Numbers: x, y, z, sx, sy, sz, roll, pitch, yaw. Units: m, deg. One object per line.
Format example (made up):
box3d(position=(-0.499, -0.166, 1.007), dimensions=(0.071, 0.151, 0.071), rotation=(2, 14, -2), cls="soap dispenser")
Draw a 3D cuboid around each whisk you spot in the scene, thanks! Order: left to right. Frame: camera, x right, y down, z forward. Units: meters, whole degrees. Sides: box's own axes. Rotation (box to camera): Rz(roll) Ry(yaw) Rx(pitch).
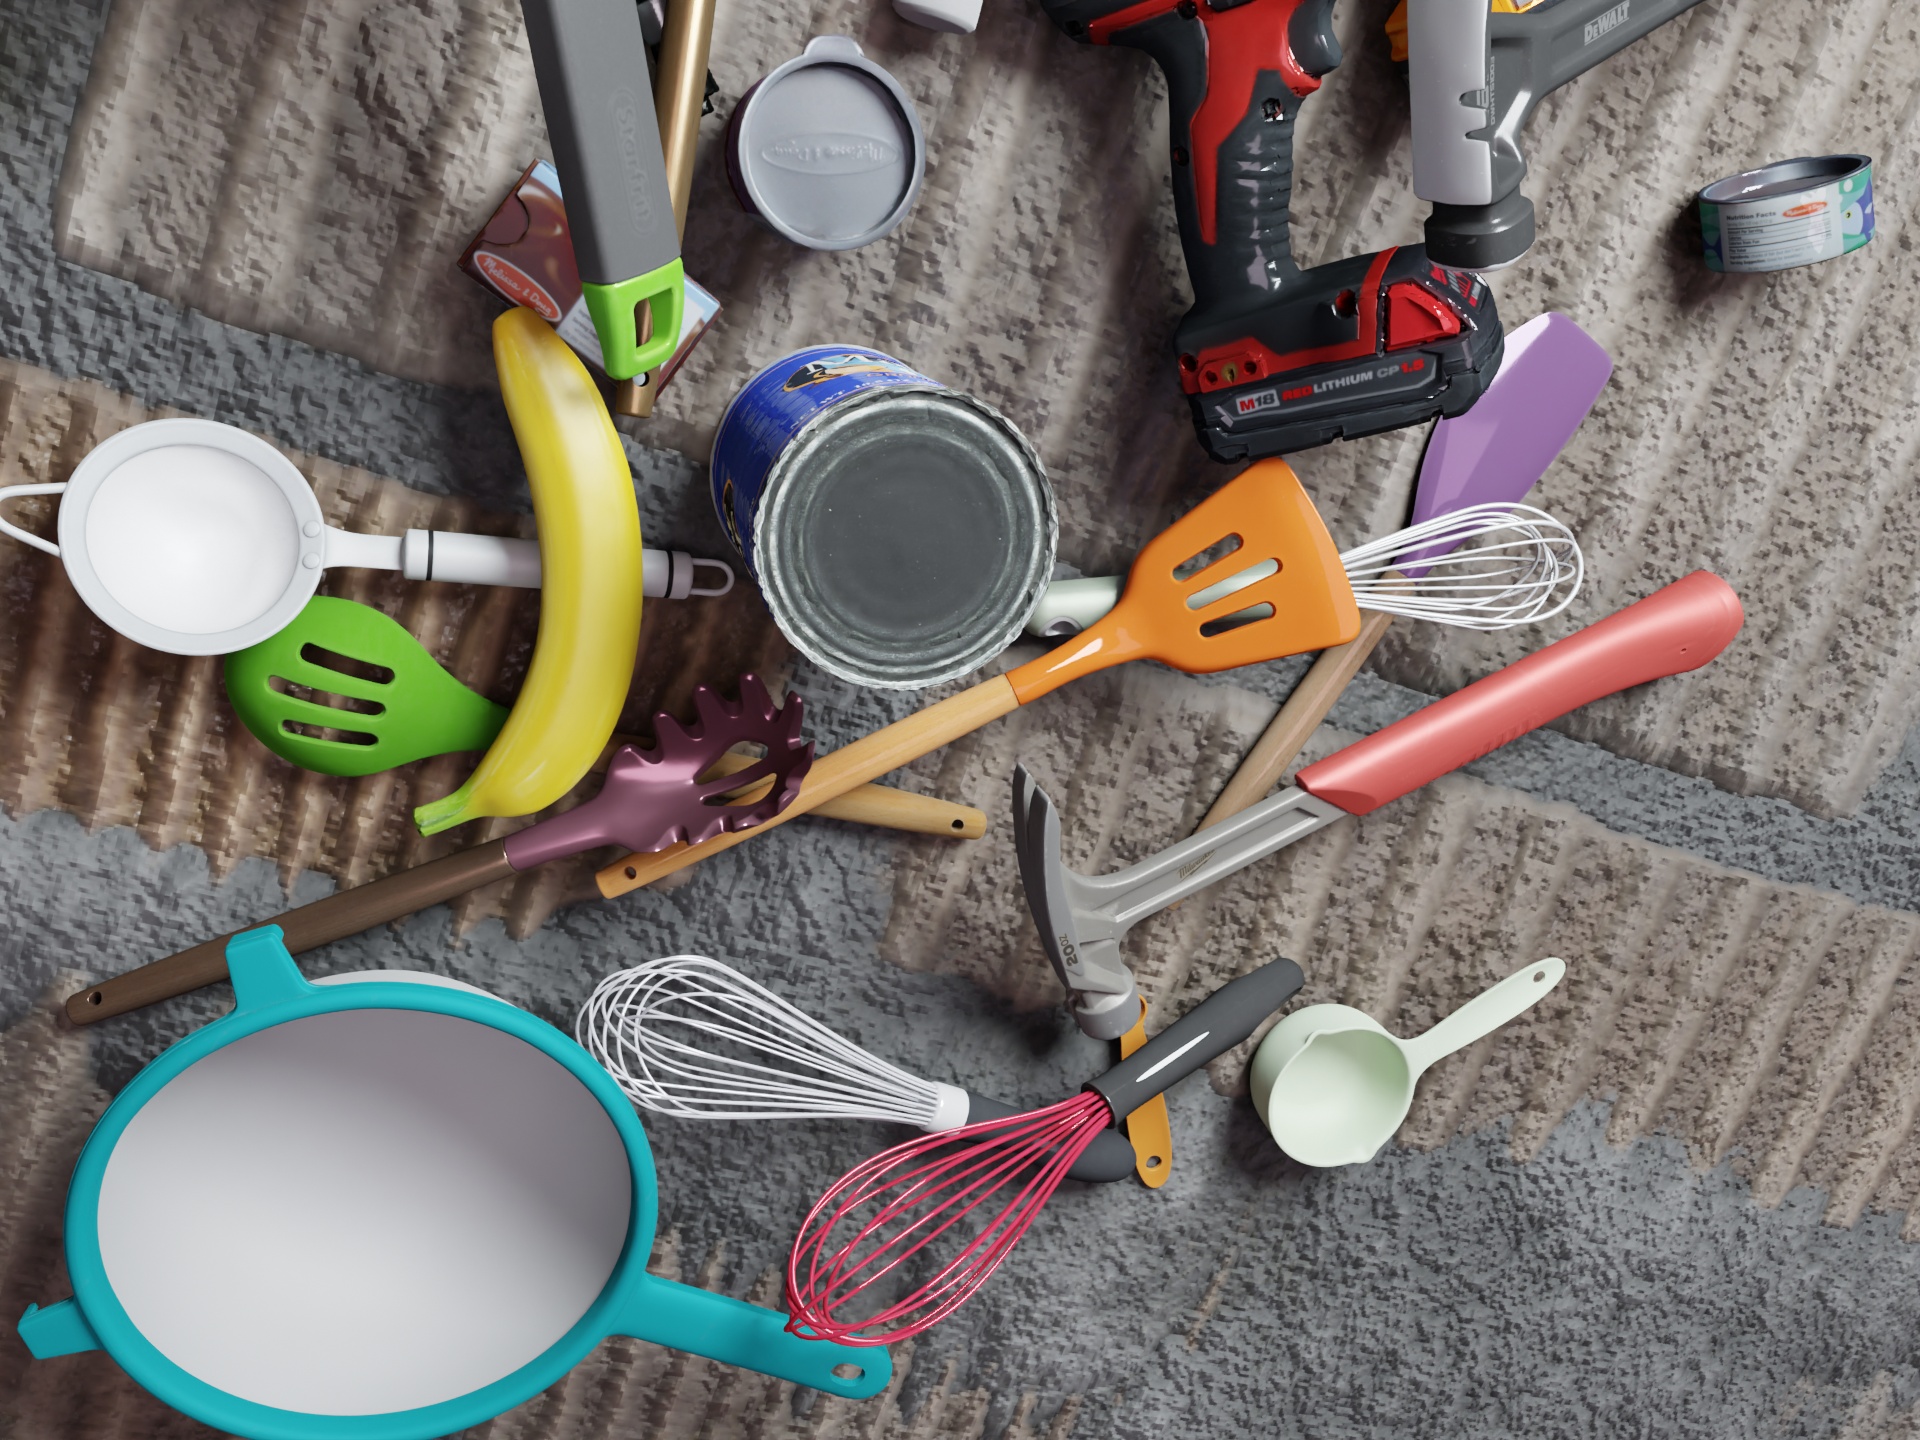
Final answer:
box3d(position=(-0.036, 0.167, 0.710), dimensions=(0.284, 0.070, 0.070), rotation=(23, 101, -26), cls="whisk")
box3d(position=(0.045, 0.179, 0.695), dimensions=(0.296, 0.073, 0.073), rotation=(-27, 114, -28), cls="whisk")
box3d(position=(0.146, -0.059, 0.680), dimensions=(0.246, 0.057, 0.059), rotation=(-6, 68, -4), cls="whisk")

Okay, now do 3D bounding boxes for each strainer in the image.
box3d(position=(-0.212, -0.061, 0.595), dimensions=(0.258, 0.050, 0.087), rotation=(3, 79, -21), cls="strainer")
box3d(position=(-0.180, 0.204, 0.664), dimensions=(0.340, 0.095, 0.211), rotation=(27, 102, -24), cls="strainer")

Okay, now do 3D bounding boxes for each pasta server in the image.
box3d(position=(-0.204, 0.059, 0.620), dimensions=(0.316, 0.040, 0.060), rotation=(-20, 71, 1), cls="pasta server")

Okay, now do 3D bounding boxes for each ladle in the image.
box3d(position=(-0.087, -0.262, 0.537), dimensions=(0.078, 0.062, 0.320), rotation=(7, 100, -19), cls="ladle")

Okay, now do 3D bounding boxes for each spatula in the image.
box3d(position=(-0.001, -0.002, 0.640), dimensions=(0.322, 0.041, 0.081), rotation=(-26, 93, 0), cls="spatula")
box3d(position=(0.182, -0.045, 0.716), dimensions=(0.059, 0.018, 0.316), rotation=(33, 96, -17), cls="spatula")

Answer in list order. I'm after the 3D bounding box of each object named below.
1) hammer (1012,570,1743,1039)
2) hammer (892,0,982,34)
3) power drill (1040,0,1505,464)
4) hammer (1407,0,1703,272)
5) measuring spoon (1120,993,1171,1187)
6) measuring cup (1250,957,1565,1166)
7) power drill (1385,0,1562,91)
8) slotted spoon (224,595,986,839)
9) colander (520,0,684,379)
box3d(position=(0.193, 0.011, 0.704), dimensions=(0.359, 0.037, 0.149), rotation=(-25, 129, -11), cls="hammer")
box3d(position=(-0.076, -0.316, 0.442), dimensions=(0.334, 0.035, 0.146), rotation=(-5, 115, -55), cls="hammer")
box3d(position=(0.139, -0.223, 0.575), dimensions=(0.188, 0.080, 0.226), rotation=(-9, 115, 27), cls="power drill")
box3d(position=(0.266, -0.277, 0.547), dimensions=(0.337, 0.034, 0.127), rotation=(-35, 130, -27), cls="hammer")
box3d(position=(0.087, 0.179, 0.770), dimensions=(0.021, 0.011, 0.116), rotation=(-16, 115, -10), cls="measuring spoon")
box3d(position=(0.218, 0.154, 0.781), dimensions=(0.167, 0.038, 0.083), rotation=(-28, 112, -7), cls="measuring cup")
box3d(position=(0.202, -0.360, 0.586), dimensions=(0.164, 0.084, 0.226), rotation=(-32, 109, -5), cls="power drill")
box3d(position=(-0.133, 0.013, 0.648), dimensions=(0.313, 0.031, 0.070), rotation=(13, 103, -20), cls="slotted spoon")
box3d(position=(-0.153, -0.297, 0.462), dimensions=(0.204, 0.094, 0.396), rotation=(-40, 136, -42), cls="colander")
